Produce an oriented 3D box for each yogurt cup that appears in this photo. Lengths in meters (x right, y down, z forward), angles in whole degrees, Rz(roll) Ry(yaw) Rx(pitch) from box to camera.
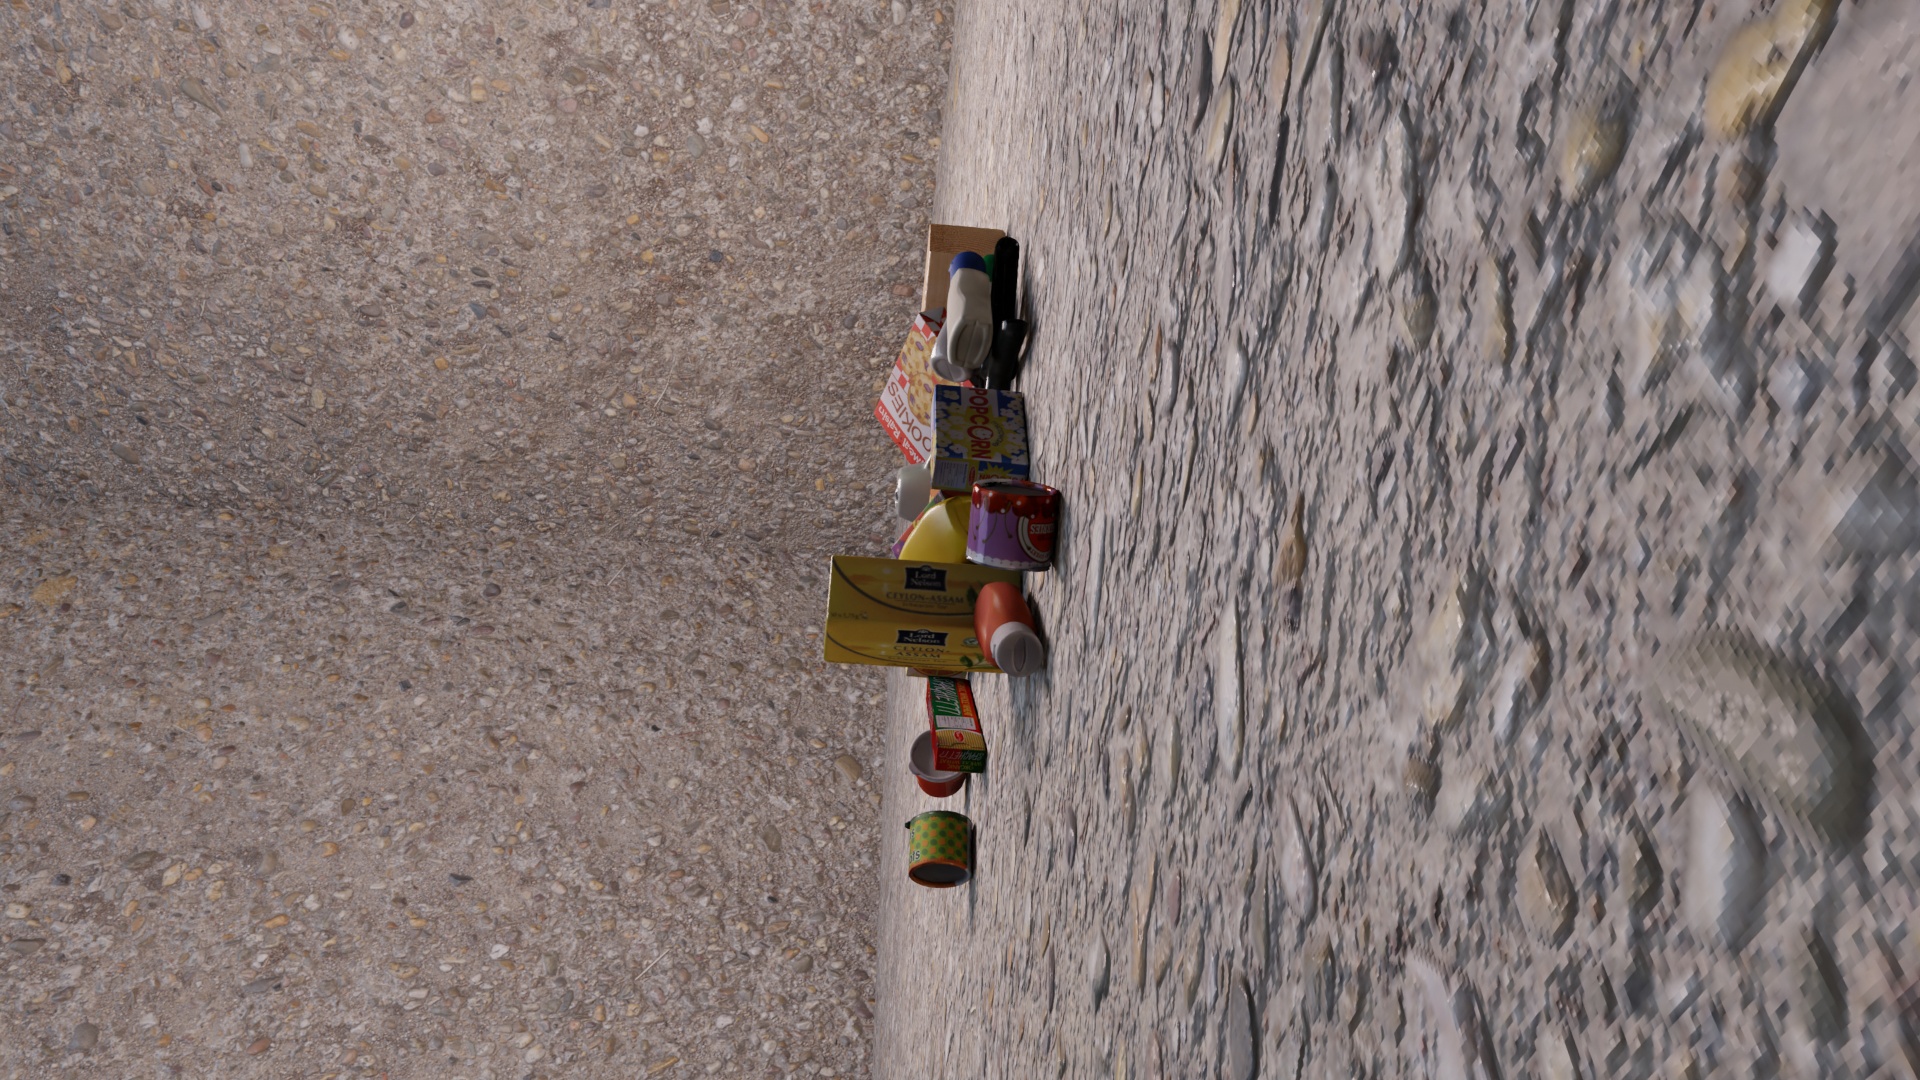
[{"bbox_3d":[-0.023,0.251,1.548,0.053,0.072,0.073,88,-178,-51],"label":"yogurt cup"}]

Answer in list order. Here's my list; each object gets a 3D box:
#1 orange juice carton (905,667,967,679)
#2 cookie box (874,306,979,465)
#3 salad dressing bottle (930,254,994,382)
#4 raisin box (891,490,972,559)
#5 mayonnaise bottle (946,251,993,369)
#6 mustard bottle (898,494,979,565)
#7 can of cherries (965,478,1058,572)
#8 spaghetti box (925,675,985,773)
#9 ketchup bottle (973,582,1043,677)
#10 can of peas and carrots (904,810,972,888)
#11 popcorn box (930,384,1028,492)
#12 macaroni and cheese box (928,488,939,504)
[{"bbox_3d":[-0.017,0.076,1.581,0.191,0.073,0.072,101,172,-49],"label":"orange juice carton"},{"bbox_3d":[-0.028,-0.156,1.547,0.123,0.040,0.166,54,142,21],"label":"cookie box"},{"bbox_3d":[0.014,-0.235,1.460,0.148,0.044,0.064,-67,-27,-27],"label":"salad dressing bottle"},{"bbox_3d":[-0.011,0.010,1.343,0.086,0.040,0.122,59,143,13],"label":"raisin box"},{"bbox_3d":[0.009,-0.232,1.359,0.149,0.041,0.064,-90,14,-50],"label":"mayonnaise bottle"},{"bbox_3d":[-0.025,0.017,1.288,0.159,0.049,0.065,-46,66,51],"label":"mustard bottle"},{"bbox_3d":[0.042,-0.012,1.050,0.071,0.071,0.058,-108,23,-77],"label":"can of cherries"},{"bbox_3d":[-0.008,0.194,1.498,0.250,0.050,0.028,-109,25,-79],"label":"spaghetti box"},{"bbox_3d":[0.038,0.075,1.113,0.149,0.043,0.064,-119,31,-81],"label":"ketchup bottle"},{"bbox_3d":[-0.023,0.319,1.435,0.070,0.071,0.059,101,171,-52],"label":"can of peas and carrots"},{"bbox_3d":[0.016,-0.094,1.281,0.127,0.085,0.038,-91,9,-52],"label":"popcorn box"},{"bbox_3d":[0.005,-0.018,1.408,0.124,0.040,0.165,-121,31,-49],"label":"macaroni and cheese box"}]
